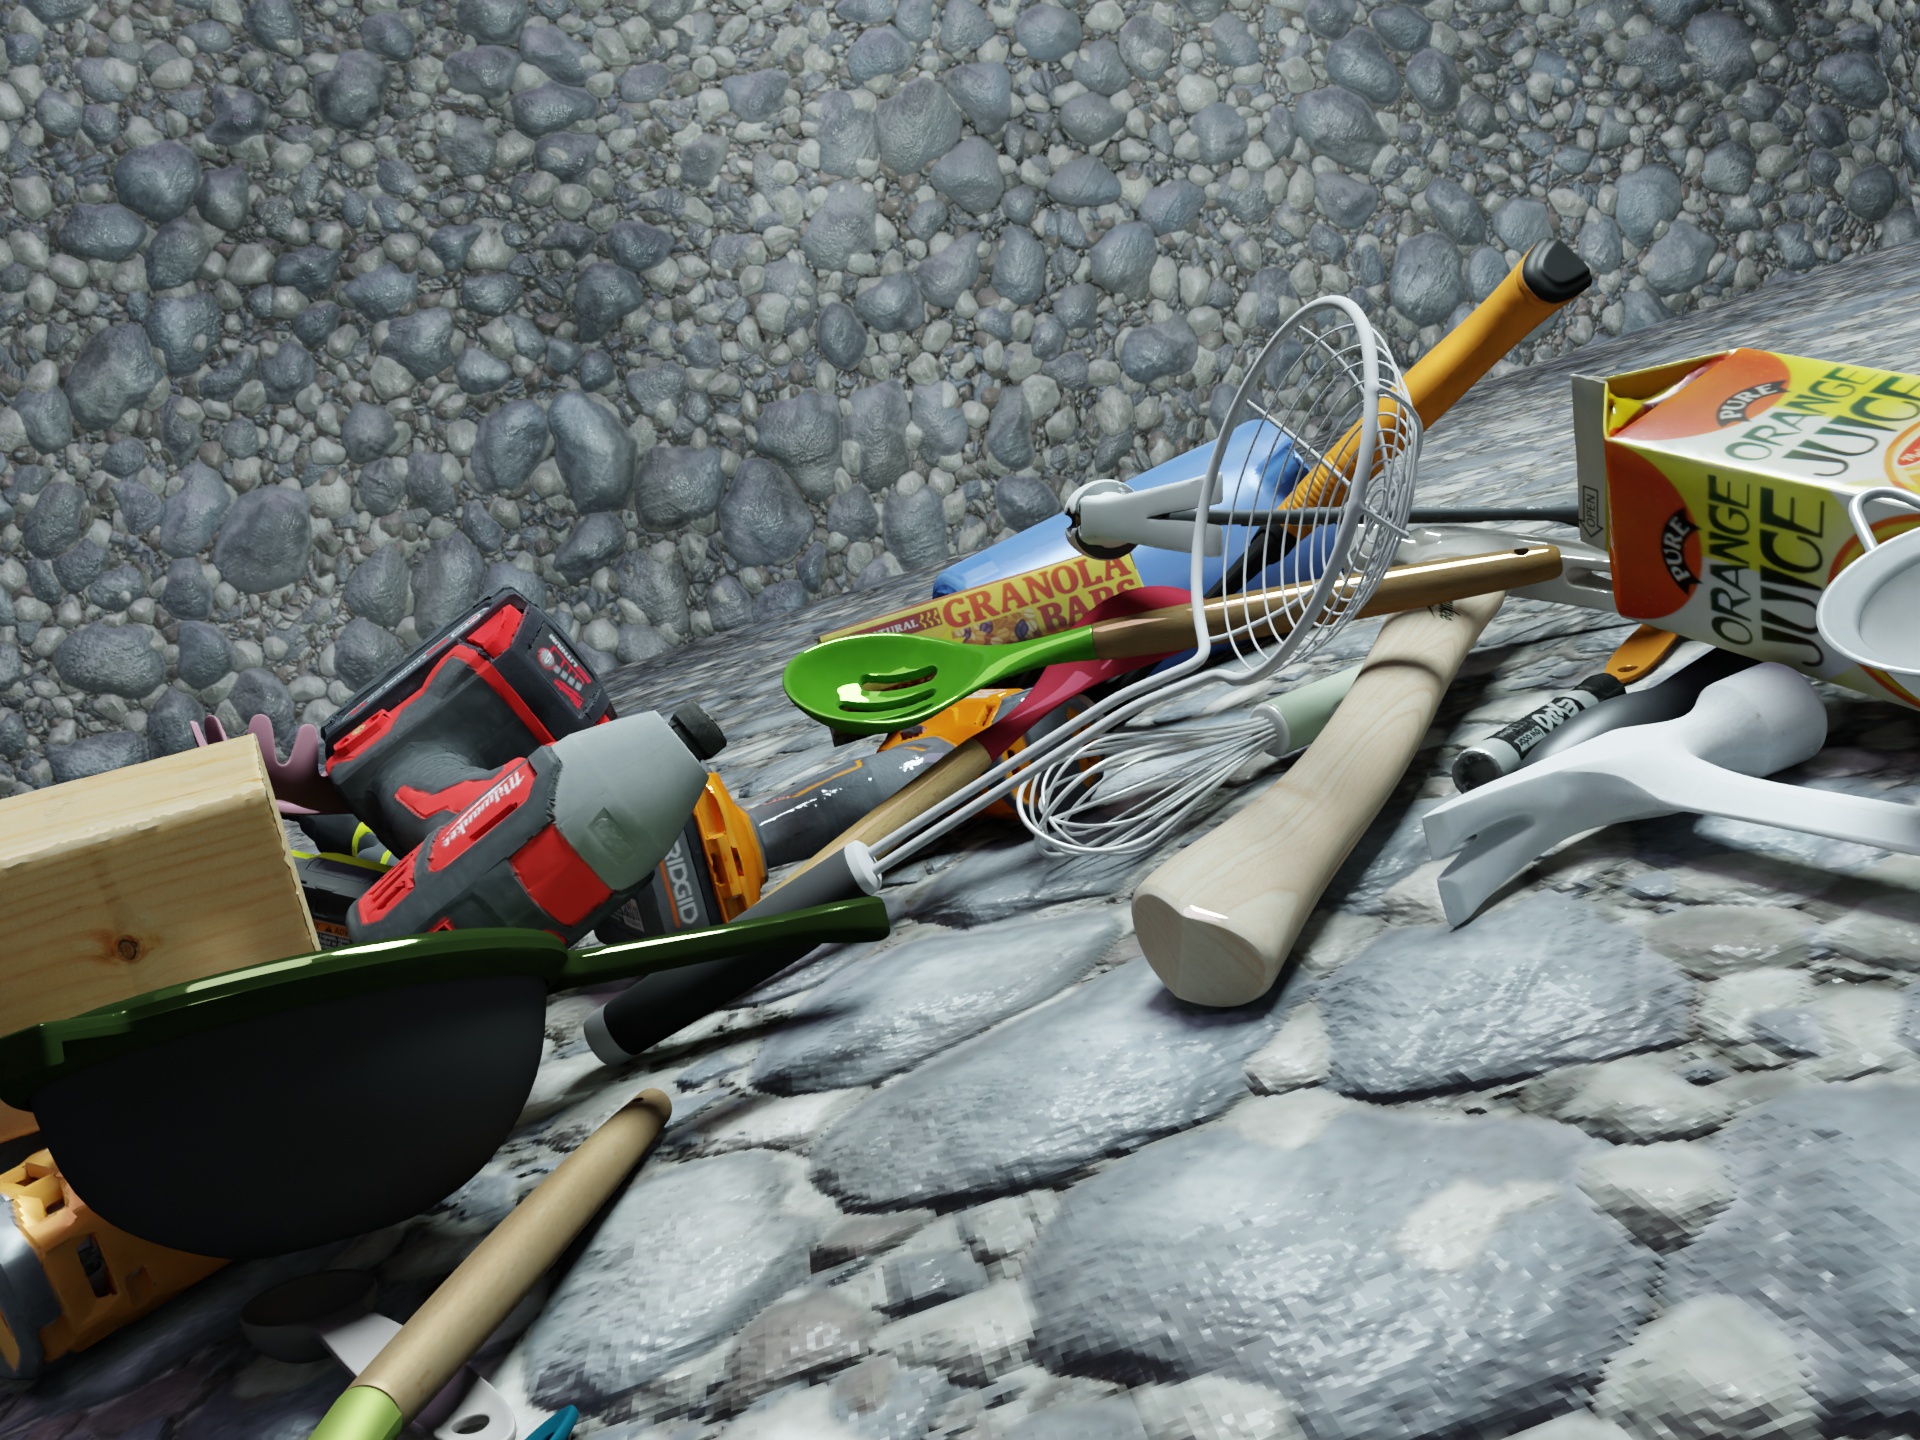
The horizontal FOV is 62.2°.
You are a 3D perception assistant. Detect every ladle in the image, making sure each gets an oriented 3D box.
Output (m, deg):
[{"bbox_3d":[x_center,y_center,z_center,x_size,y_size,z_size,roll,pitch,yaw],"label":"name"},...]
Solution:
[{"bbox_3d":[-0.123,0.130,0.356,0.078,0.062,0.320,-14,4,9],"label":"ladle"},{"bbox_3d":[-0.011,0.029,0.659,0.315,0.031,0.069,-38,26,-20],"label":"ladle"}]

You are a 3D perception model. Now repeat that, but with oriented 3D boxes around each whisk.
[{"bbox_3d":[0.306,-0.034,0.564,0.284,0.070,0.070,-27,12,-19],"label":"whisk"},{"bbox_3d":[0.129,0.007,0.691,0.246,0.057,0.059,-20,44,-28],"label":"whisk"}]

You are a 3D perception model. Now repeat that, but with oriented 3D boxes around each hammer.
[{"bbox_3d":[0.178,-0.108,0.807,0.336,0.034,0.127,-45,-6,29],"label":"hammer"},{"bbox_3d":[0.248,0.036,0.314,0.144,0.035,0.406,-20,10,-12],"label":"hammer"},{"bbox_3d":[0.175,-0.004,0.617,0.146,0.038,0.411,12,27,25],"label":"hammer"},{"bbox_3d":[0.257,-0.090,0.677,0.409,0.036,0.149,-2,7,-6],"label":"hammer"}]

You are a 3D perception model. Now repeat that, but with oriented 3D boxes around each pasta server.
[{"bbox_3d":[-0.217,0.035,0.794,0.316,0.040,0.060,8,-12,-43],"label":"pasta server"}]

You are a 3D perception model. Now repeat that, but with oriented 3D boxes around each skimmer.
[{"bbox_3d":[-0.001,-0.002,0.545,0.363,0.090,0.127,-34,26,10],"label":"skimmer"}]

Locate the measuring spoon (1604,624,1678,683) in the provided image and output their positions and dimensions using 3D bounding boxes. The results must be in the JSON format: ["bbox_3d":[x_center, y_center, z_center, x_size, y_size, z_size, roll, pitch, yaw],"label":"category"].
[{"bbox_3d":[0.307,-0.036,0.697,0.021,0.011,0.117,-3,21,42],"label":"measuring spoon"}]

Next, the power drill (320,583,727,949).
[{"bbox_3d":[-0.175,0.023,0.626,0.143,0.078,0.220,-40,28,-9],"label":"power drill"}]

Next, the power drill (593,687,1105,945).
[{"bbox_3d":[-0.065,0.039,0.752,0.226,0.084,0.164,-18,8,-26],"label":"power drill"}]

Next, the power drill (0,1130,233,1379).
[{"bbox_3d":[-0.302,0.146,0.582,0.226,0.084,0.185,-4,16,38],"label":"power drill"}]

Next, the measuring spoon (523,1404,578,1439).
[{"bbox_3d":[-0.091,0.164,0.290,0.042,0.021,0.128,-35,-1,7],"label":"measuring spoon"}]

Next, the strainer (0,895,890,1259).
[{"bbox_3d":[-0.132,0.104,0.466,0.256,0.069,0.151,-8,-15,-27],"label":"strainer"}]

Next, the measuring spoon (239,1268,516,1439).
[{"bbox_3d":[-0.143,0.163,0.394,0.034,0.018,0.124,-11,9,-43],"label":"measuring spoon"}]

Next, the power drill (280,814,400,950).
[{"bbox_3d":[-0.282,0.079,0.770,0.171,0.080,0.223,13,12,-1],"label":"power drill"}]

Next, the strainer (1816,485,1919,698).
[{"bbox_3d":[0.255,-0.005,0.315,0.087,0.050,0.258,-22,15,6],"label":"strainer"}]

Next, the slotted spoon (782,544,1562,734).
[{"bbox_3d":[0.080,-0.035,0.645,0.314,0.031,0.070,-10,33,12],"label":"slotted spoon"}]
